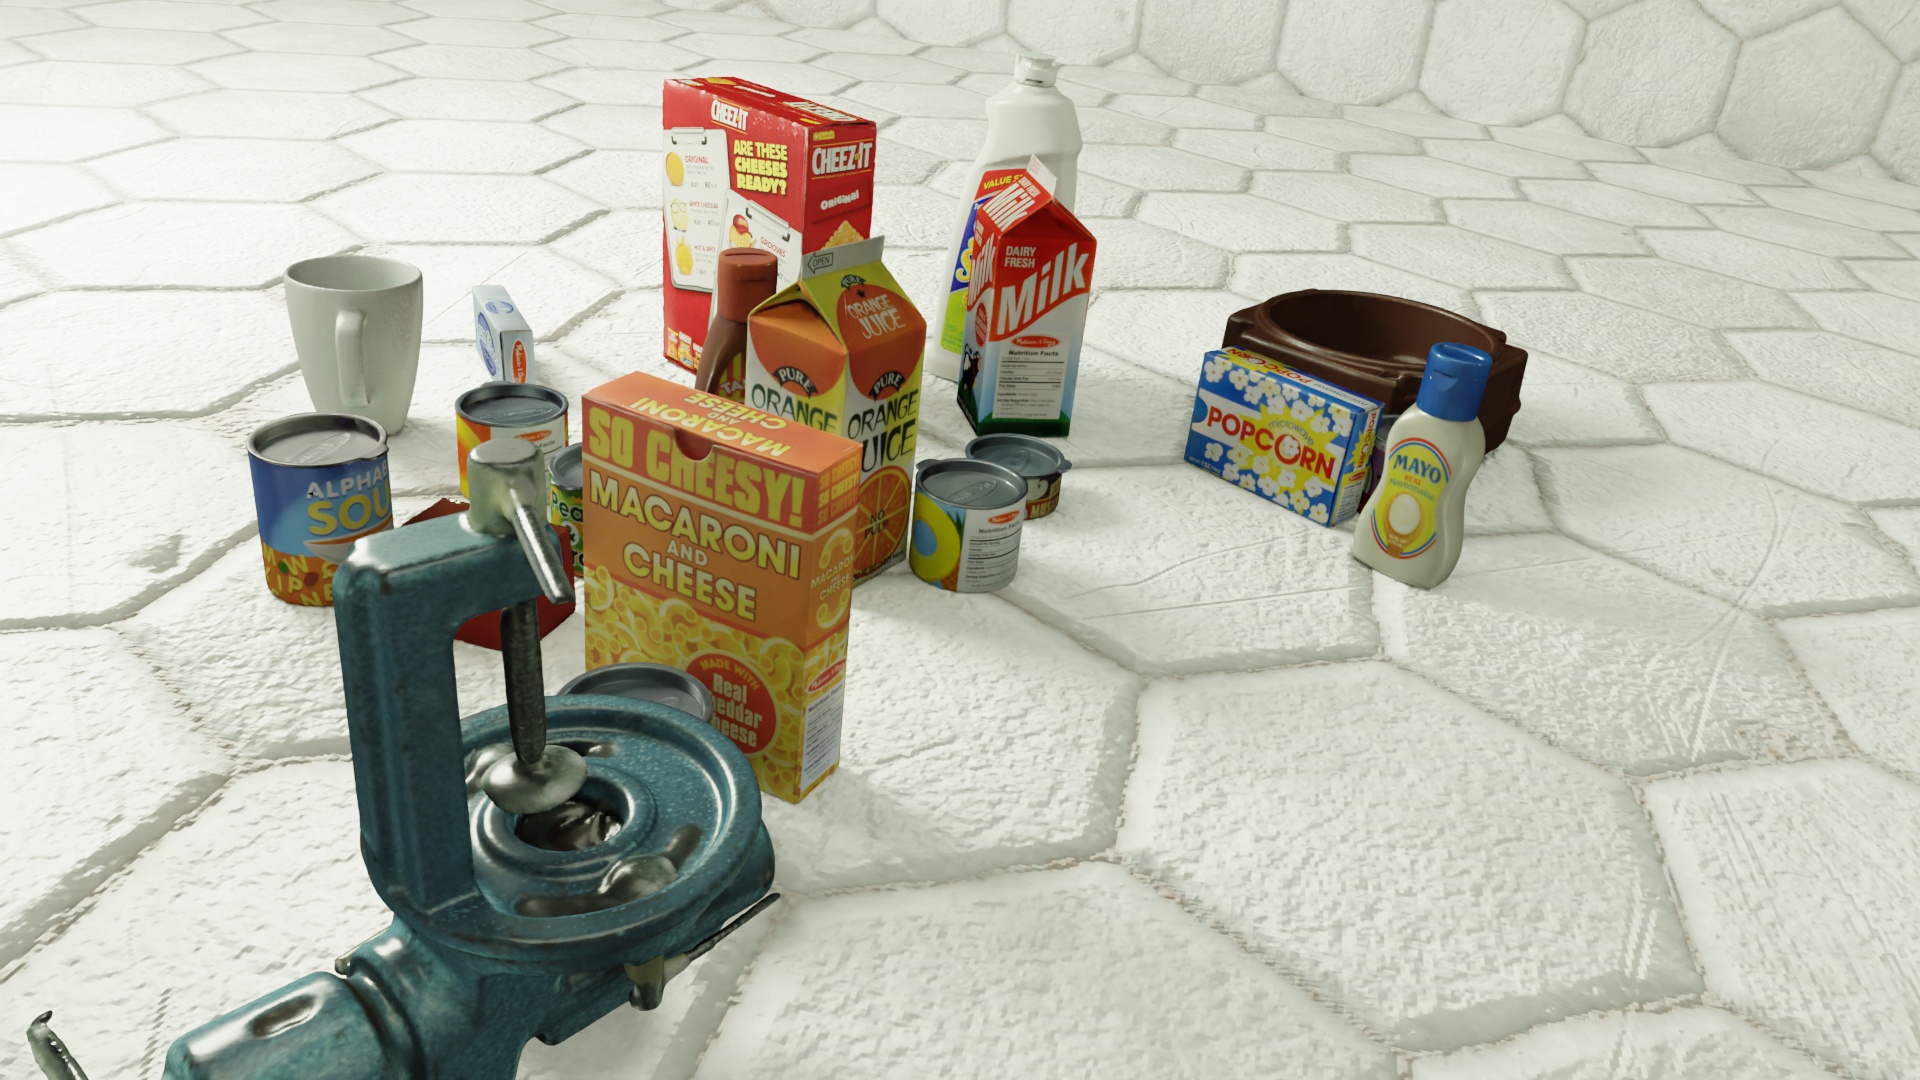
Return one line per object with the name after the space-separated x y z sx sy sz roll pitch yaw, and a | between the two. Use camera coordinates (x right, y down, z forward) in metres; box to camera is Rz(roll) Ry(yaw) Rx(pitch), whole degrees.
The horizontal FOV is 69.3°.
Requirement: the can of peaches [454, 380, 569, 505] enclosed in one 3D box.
-0.274 -0.059 0.851 0.071 0.057 0.071 5 28 -3 | can of peaches

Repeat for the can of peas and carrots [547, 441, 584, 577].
-0.200 -0.017 0.787 0.071 0.058 0.071 5 28 -3 | can of peas and carrots

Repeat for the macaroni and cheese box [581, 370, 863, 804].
-0.109 0.022 0.620 0.124 0.165 0.040 19 30 22 | macaroni and cheese box

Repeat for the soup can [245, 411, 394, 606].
-0.331 -0.016 0.730 0.071 0.083 0.072 5 28 -3 | soup can

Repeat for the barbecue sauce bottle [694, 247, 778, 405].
-0.137 -0.109 0.879 0.065 0.147 0.044 -4 29 -20 | barbecue sauce bottle

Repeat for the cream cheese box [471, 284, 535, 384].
-0.331 -0.144 1.004 0.024 0.053 0.104 -9 31 -27 | cream cheese box

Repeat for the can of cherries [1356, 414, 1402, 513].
0.304 -0.048 0.957 0.071 0.058 0.072 5 28 -3 | can of cherries

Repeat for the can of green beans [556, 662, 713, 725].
-0.140 0.094 0.593 0.071 0.057 0.071 5 28 -3 | can of green beans

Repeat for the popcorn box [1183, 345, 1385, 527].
0.221 -0.074 0.959 0.038 0.084 0.127 -19 37 -40 | popcorn box

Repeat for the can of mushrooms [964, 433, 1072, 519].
0.036 -0.042 0.913 0.071 0.033 0.071 5 28 -3 | can of mushrooms

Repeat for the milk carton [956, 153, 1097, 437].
0.048 -0.175 0.998 0.073 0.189 0.072 -1 28 -14 | milk carton

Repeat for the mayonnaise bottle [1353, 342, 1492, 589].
0.289 -0.047 0.855 0.065 0.147 0.041 28 34 35 | mayonnaise bottle

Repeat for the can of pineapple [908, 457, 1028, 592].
0.003 -0.010 0.820 0.071 0.057 0.071 5 28 -3 | can of pineapple

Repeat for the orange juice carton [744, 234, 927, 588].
-0.071 -0.073 0.779 0.073 0.191 0.072 23 32 29 | orange juice carton
